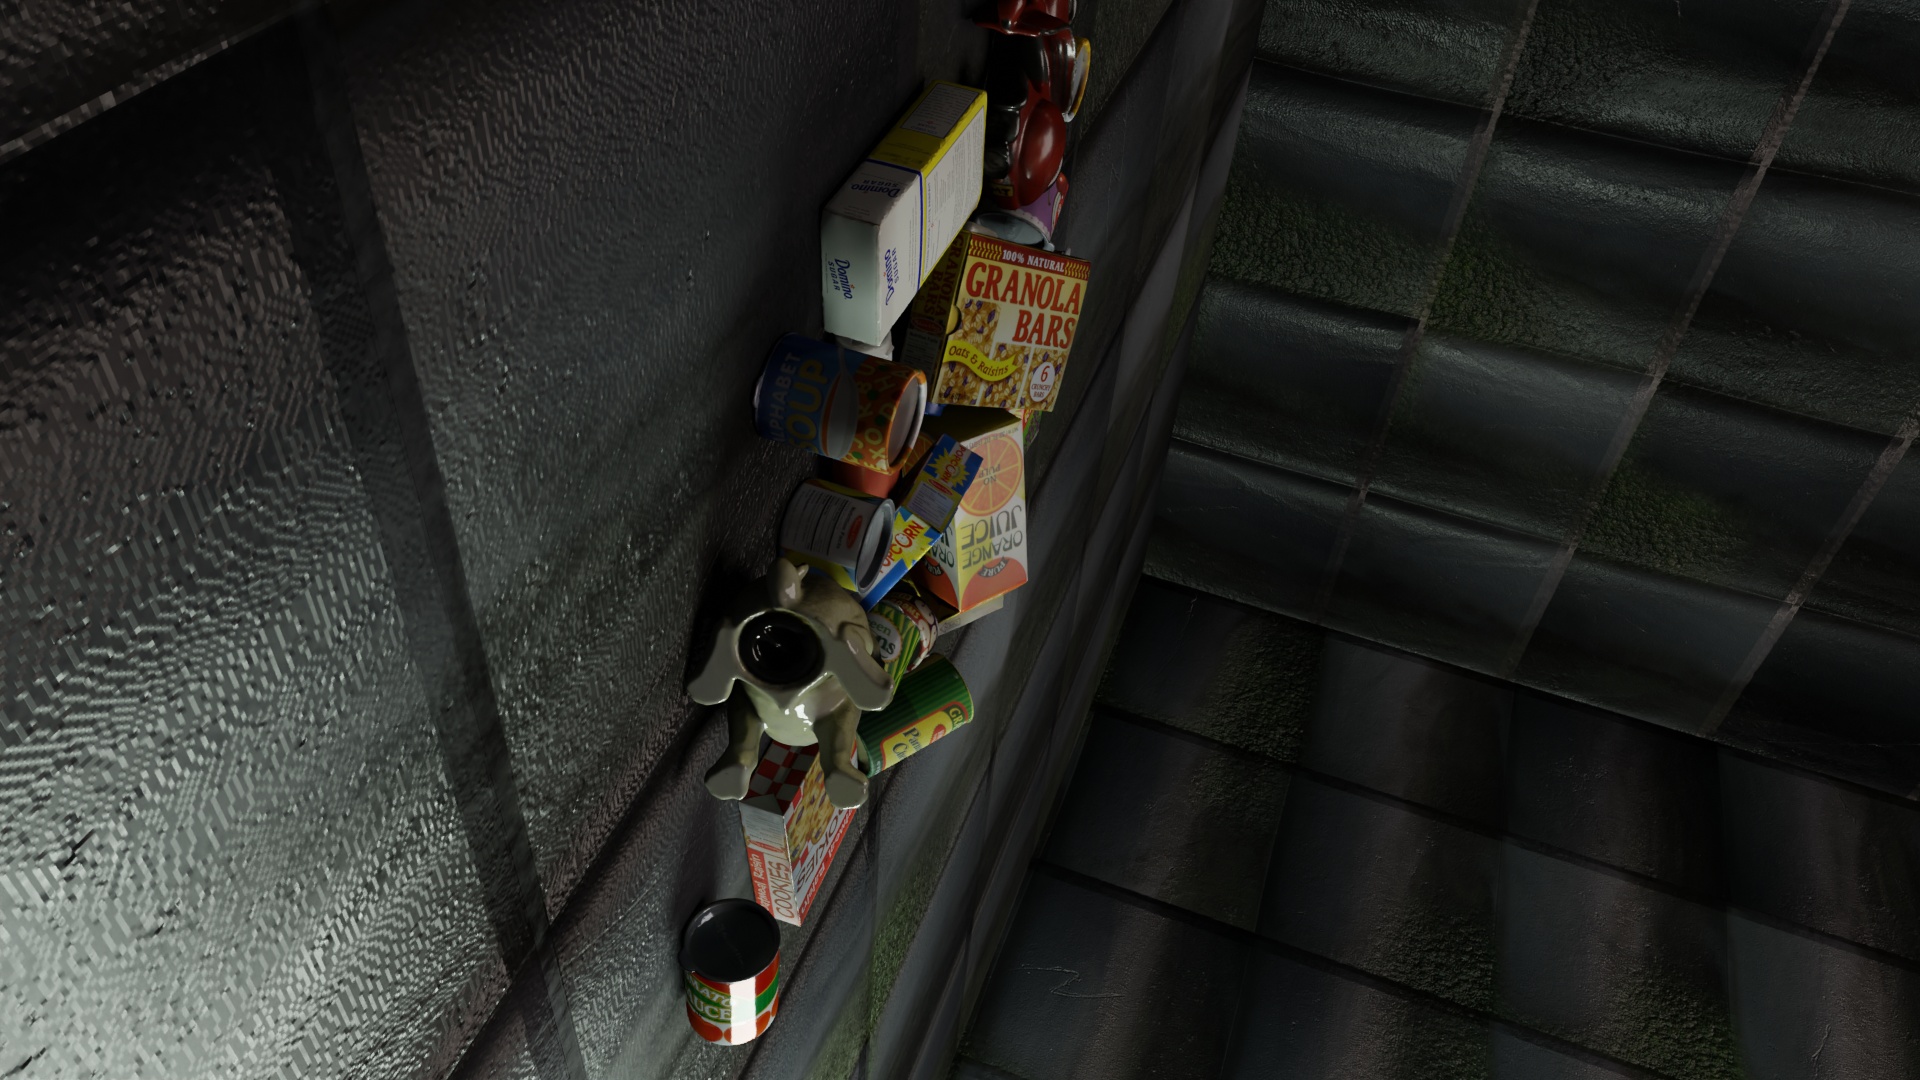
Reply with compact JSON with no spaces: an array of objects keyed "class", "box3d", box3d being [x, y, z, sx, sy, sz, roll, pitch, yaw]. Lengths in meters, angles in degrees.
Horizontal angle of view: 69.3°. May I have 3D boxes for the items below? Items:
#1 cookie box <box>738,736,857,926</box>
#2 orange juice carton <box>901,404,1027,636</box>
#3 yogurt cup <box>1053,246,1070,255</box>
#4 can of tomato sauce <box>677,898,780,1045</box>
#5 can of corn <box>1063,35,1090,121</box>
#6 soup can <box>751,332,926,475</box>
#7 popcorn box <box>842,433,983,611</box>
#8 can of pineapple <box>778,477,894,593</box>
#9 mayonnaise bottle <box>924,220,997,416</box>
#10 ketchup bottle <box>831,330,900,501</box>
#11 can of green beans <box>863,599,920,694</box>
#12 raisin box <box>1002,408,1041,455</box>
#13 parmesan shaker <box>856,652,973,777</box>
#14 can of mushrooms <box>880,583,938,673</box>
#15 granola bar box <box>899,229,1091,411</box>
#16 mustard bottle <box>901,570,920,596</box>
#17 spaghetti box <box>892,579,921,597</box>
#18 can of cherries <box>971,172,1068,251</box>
[{"class":"cookie box","box3d":[-0.122,0.203,1.076,0.166,0.040,0.123,92,19,-47]},{"class":"orange juice carton","box3d":[0.004,-0.014,1.132,0.072,0.073,0.191,-22,124,-31]},{"class":"yogurt cup","box3d":[0.067,-0.242,1.296,0.072,0.054,0.072,15,92,-78]},{"class":"can of tomato sauce","box3d":[-0.161,0.303,0.969,0.071,0.071,0.082,-60,163,-48]},{"class":"can of corn","box3d":[0.068,-0.376,1.109,0.071,0.058,0.071,15,92,-78]},{"class":"soup can","box3d":[-0.071,-0.080,0.819,0.071,0.084,0.071,15,92,-78]},{"class":"popcorn box","box3d":[-0.041,-0.012,1.033,0.126,0.038,0.085,-45,-168,47]},{"class":"can of pineapple","box3d":[-0.082,-0.003,0.931,0.071,0.058,0.071,15,92,-78]},{"class":"mayonnaise bottle","box3d":[-0.013,-0.171,1.064,0.065,0.041,0.147,-4,112,-68]},{"class":"ketchup bottle","box3d":[-0.064,-0.083,0.941,0.148,0.043,0.065,93,18,-47]},{"class":"can of green beans","box3d":[-0.072,0.086,1.078,0.071,0.071,0.058,88,22,-56]},{"class":"raisin box","box3d":[0.060,-0.148,1.426,0.086,0.040,0.122,-56,158,-52]},{"class":"parmesan shaker","box3d":[-0.050,0.146,1.157,0.103,0.071,0.071,-27,143,-26]},{"class":"can of mushrooms","box3d":[-0.054,0.073,1.142,0.033,0.071,0.070,-45,150,-63]},{"class":"granola bar box","box3d":[0.028,-0.164,1.048,0.166,0.039,0.124,-4,111,-54]},{"class":"mustard bottle","box3d":[-0.024,-0.012,1.202,0.065,0.049,0.160,-19,124,-72]},{"class":"spaghetti box","box3d":[-0.008,-0.022,1.314,0.050,0.029,0.251,92,19,-50]},{"class":"can of cherries","box3d":[0.052,-0.275,1.143,0.071,0.071,0.058,68,39,-71]}]
